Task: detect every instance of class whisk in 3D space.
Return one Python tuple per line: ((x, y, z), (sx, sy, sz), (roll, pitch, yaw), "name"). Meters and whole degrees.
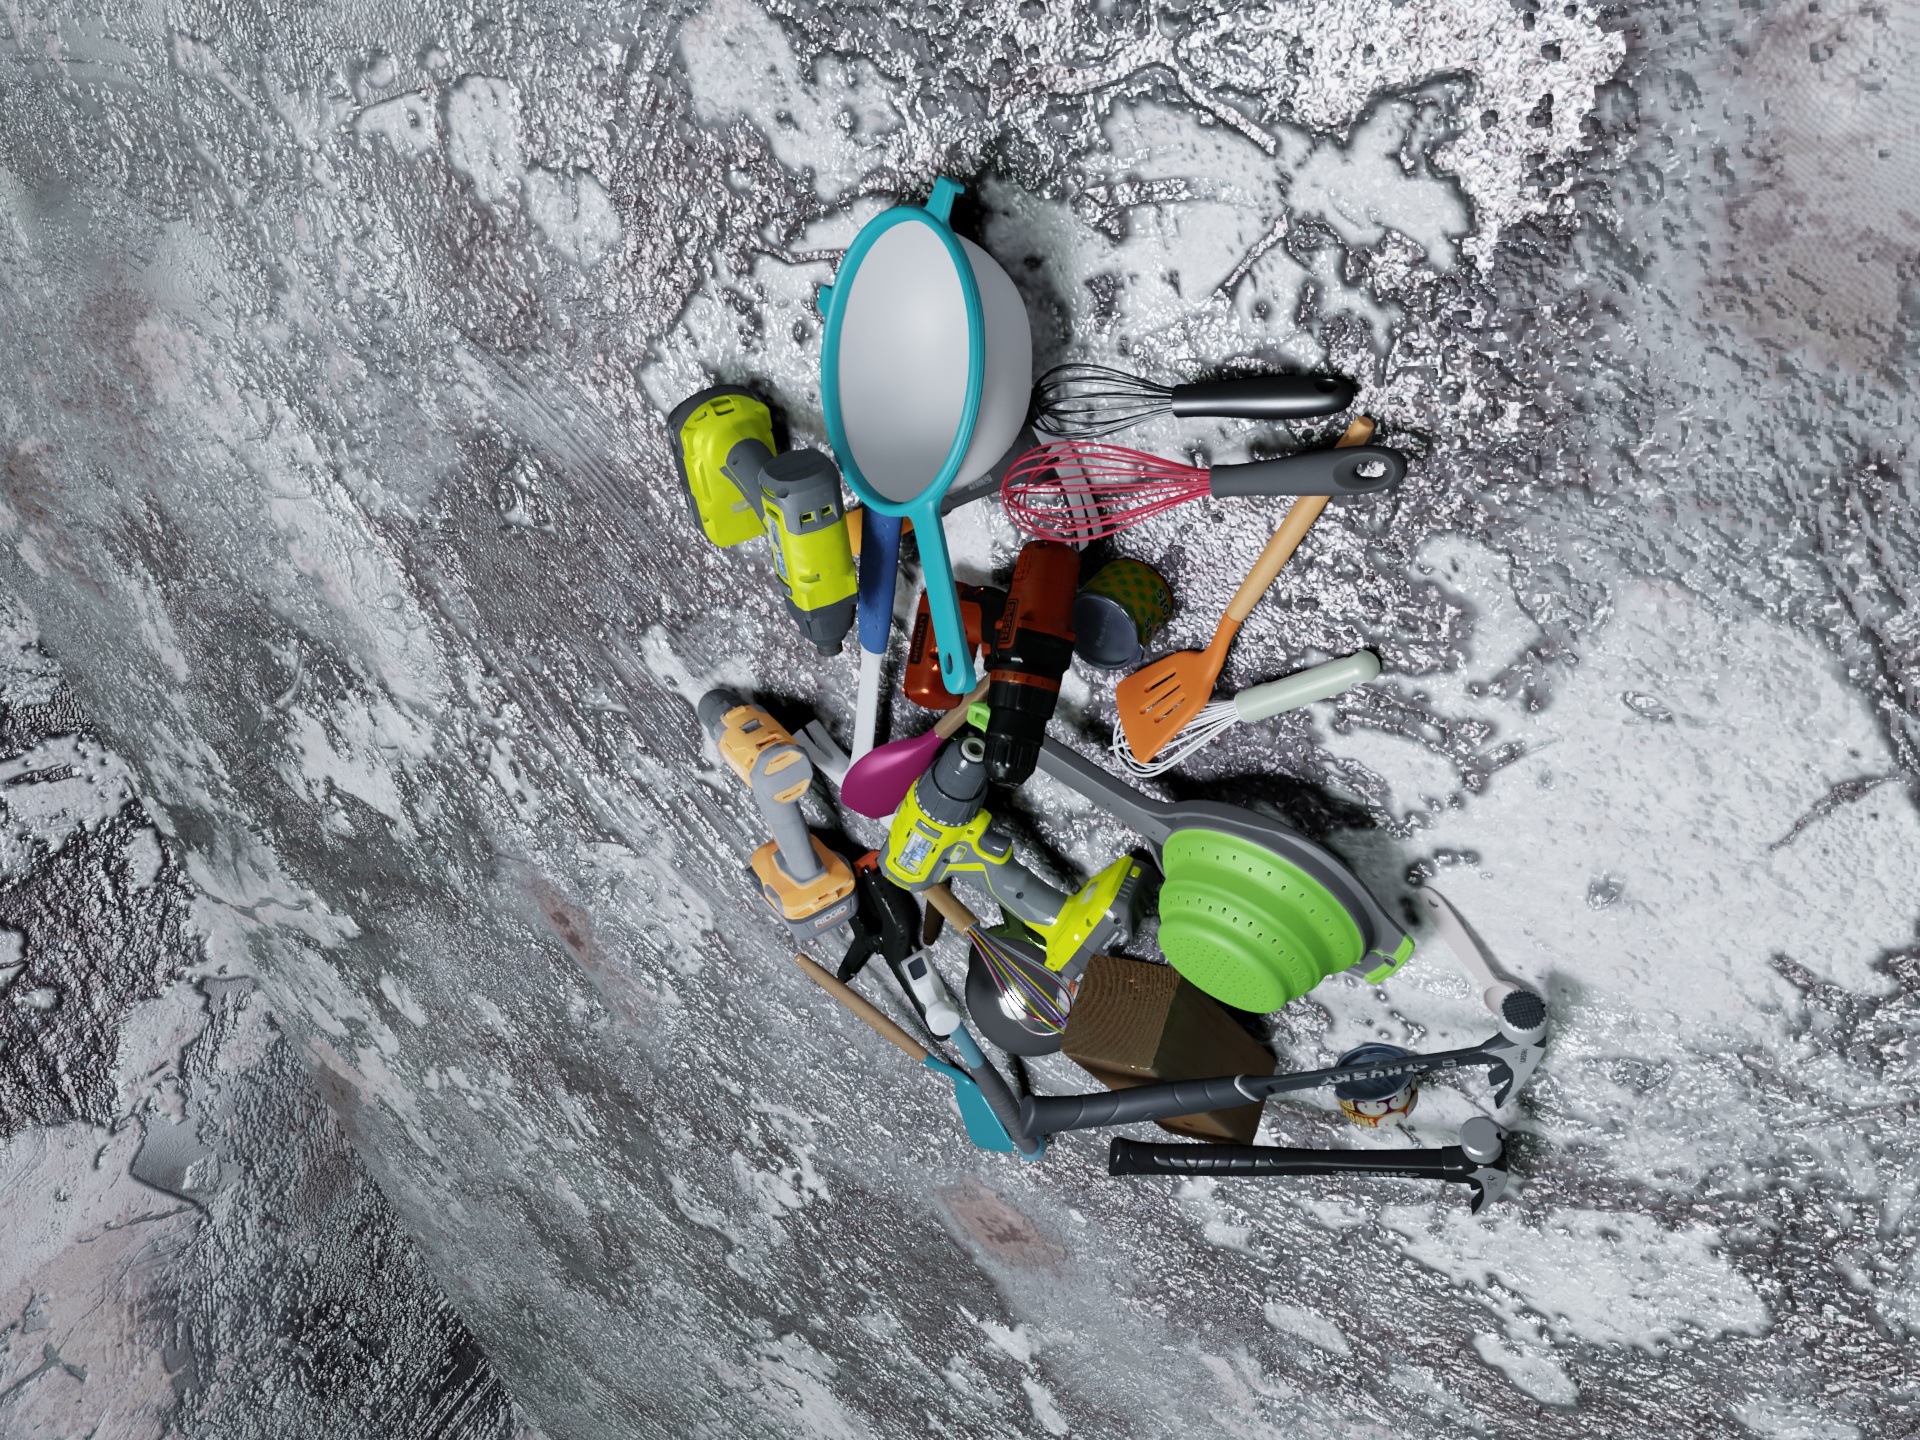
((0.023, 0.204, 1.459), (0.245, 0.047, 0.051), (43, 132, 31), "whisk")
((0.208, -0.009, 1.199), (0.246, 0.057, 0.059), (-21, 76, 43), "whisk")
((0.155, -0.161, 1.079), (0.296, 0.073, 0.073), (1, 123, 32), "whisk")
((0.150, -0.218, 1.079), (0.239, 0.055, 0.055), (6, 126, 31), "whisk")

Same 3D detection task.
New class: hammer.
((-0.037, -0.163, 1.287), (0.337, 0.034, 0.127), (-13, 112, 45), "hammer")
((0.019, 0.346, 1.591), (0.330, 0.033, 0.128), (63, 177, -39), "hammer")
((0.286, 0.374, 1.342), (0.335, 0.035, 0.146), (-5, 144, 19), "hammer")
((-0.081, -0.060, 1.364), (0.144, 0.035, 0.405), (37, 146, 21), "hammer")
((0.245, 0.285, 1.243), (0.409, 0.036, 0.149), (-10, 143, 8), "hammer")

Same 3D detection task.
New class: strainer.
((0.001, -0.188, 1.118), (0.211, 0.095, 0.340), (-20, 78, 56), "strainer")
((0.045, 0.233, 1.513), (0.151, 0.069, 0.256), (10, 129, 35), "strainer")

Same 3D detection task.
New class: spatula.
((-0.062, 0.352, 1.690), (0.317, 0.044, 0.082), (42, 153, -18), "spatula")
((0.199, -0.093, 1.135), (0.322, 0.041, 0.081), (118, 148, -45), "spatula")

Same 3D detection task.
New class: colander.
((0.154, 0.119, 1.258), (0.397, 0.094, 0.204), (32, 156, 11), "colander")

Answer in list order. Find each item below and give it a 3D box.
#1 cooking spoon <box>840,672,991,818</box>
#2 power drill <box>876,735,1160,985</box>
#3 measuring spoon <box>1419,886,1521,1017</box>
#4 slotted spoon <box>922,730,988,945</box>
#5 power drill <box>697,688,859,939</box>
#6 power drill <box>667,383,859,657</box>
((-0.002, -0.004, 1.346), (0.068, 0.017, 0.318), (29, 129, -22), "cooking spoon")
((0.051, 0.120, 1.379), (0.228, 0.080, 0.190), (31, 138, 2), "power drill")
((0.393, 0.176, 1.219), (0.124, 0.018, 0.034), (54, 139, 1), "measuring spoon")
((-0.015, 0.115, 1.503), (0.070, 0.031, 0.313), (30, 139, 19), "slotted spoon")
((-0.187, 0.082, 1.562), (0.186, 0.084, 0.226), (37, 148, 50), "power drill")
((-0.152, -0.163, 1.276), (0.223, 0.080, 0.171), (47, 153, 46), "power drill")
